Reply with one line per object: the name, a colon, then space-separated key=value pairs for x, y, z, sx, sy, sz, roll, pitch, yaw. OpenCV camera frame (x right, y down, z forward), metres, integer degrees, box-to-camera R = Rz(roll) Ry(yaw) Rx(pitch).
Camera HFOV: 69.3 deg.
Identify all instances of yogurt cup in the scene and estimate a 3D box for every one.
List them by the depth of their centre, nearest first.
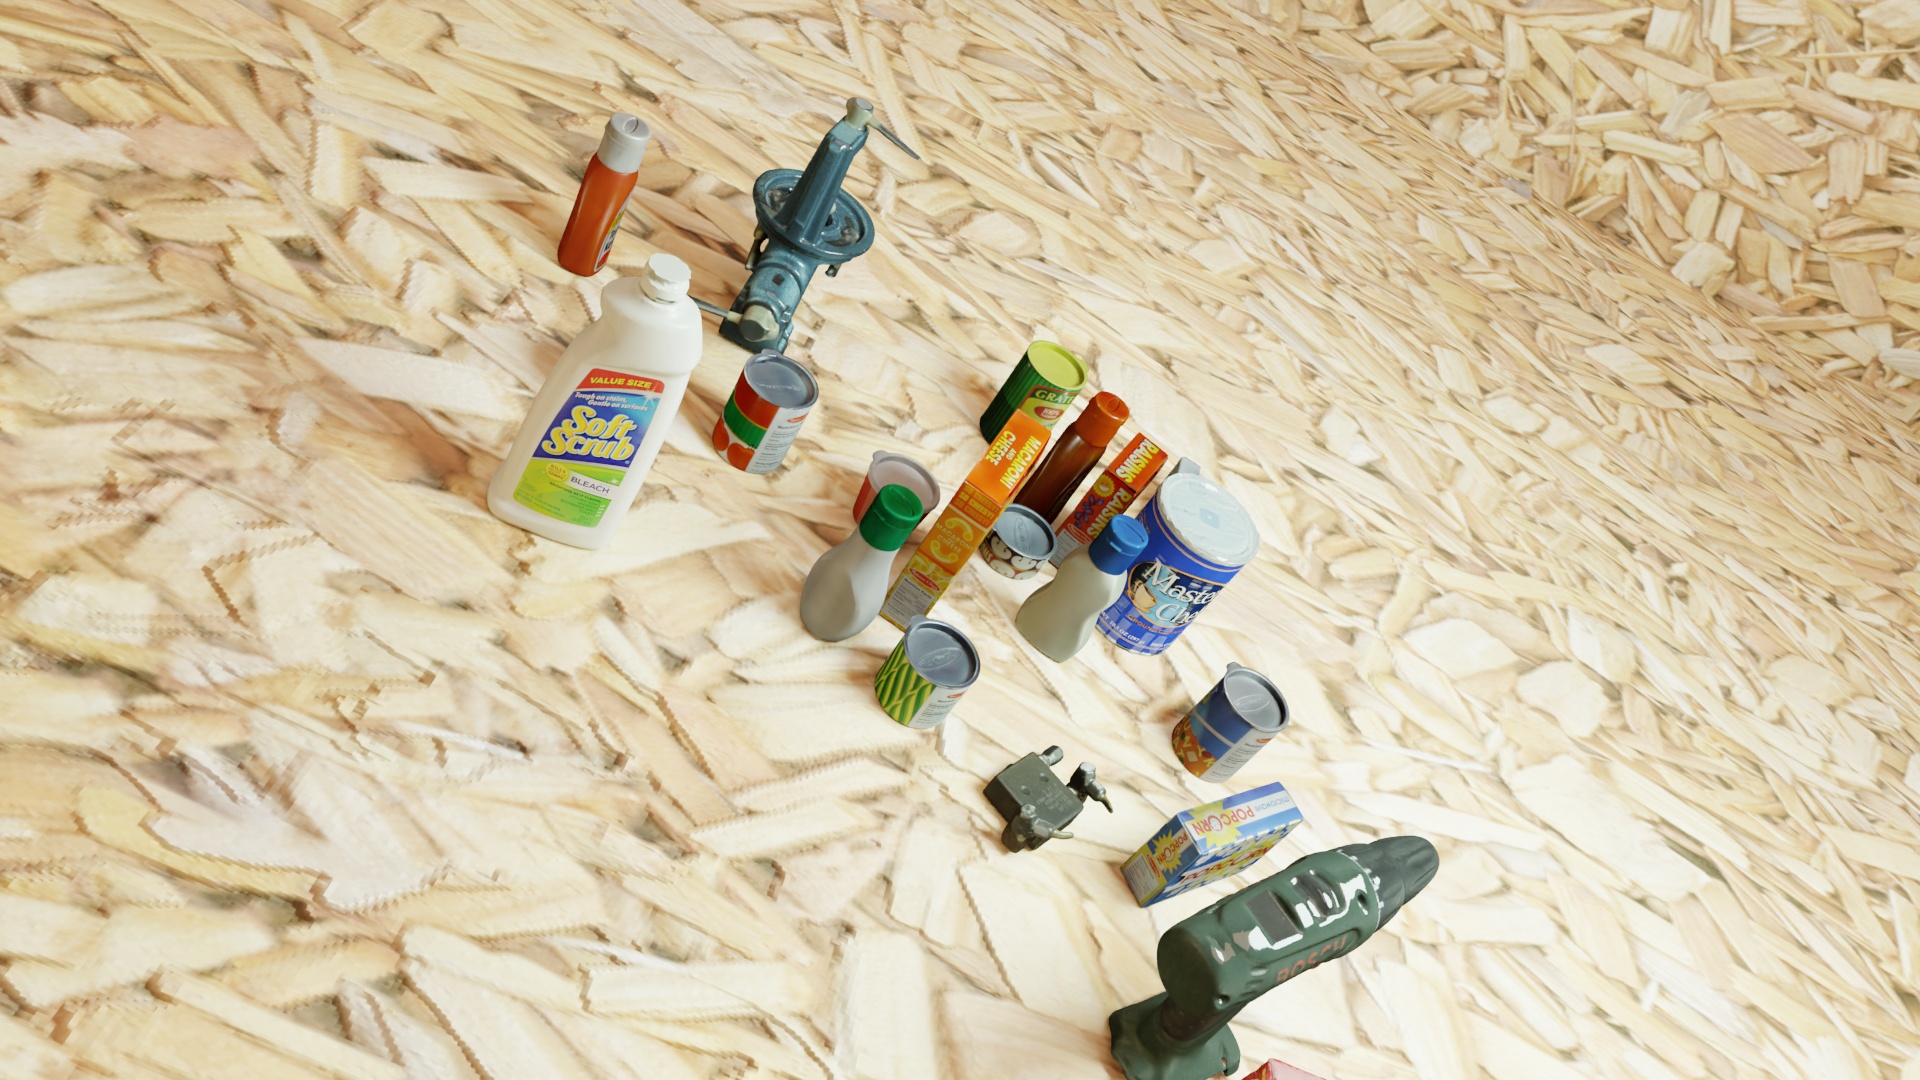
yogurt cup: x=-0.058 y=-0.034 z=1.204 sx=0.072 sy=0.053 sz=0.073 roll=20 pitch=42 yaw=-18

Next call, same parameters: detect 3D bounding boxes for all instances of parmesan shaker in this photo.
parmesan shaker: x=0.073 y=-0.136 z=1.361 sx=0.071 sy=0.102 sz=0.072 roll=20 pitch=42 yaw=-18

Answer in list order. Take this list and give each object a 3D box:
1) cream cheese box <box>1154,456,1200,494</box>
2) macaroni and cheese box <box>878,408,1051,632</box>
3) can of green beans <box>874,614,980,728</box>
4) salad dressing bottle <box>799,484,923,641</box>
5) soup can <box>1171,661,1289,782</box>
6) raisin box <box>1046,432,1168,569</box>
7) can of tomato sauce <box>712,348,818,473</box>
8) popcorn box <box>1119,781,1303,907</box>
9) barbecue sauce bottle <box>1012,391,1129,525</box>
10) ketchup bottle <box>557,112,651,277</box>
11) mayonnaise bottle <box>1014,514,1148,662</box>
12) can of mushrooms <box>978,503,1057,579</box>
cream cheese box: x=0.213 y=-0.035 z=1.397 sx=0.024 sy=0.053 sz=0.104 roll=30 pitch=39 yaw=-7
macaroni and cheese box: x=0.004 y=-0.014 z=1.140 sx=0.040 sy=0.165 sz=0.124 roll=35 pitch=39 yaw=0
can of green beans: x=-0.026 y=0.104 z=1.084 sx=0.071 sy=0.057 sz=0.071 roll=20 pitch=42 yaw=-18
salad dressing bottle: x=-0.076 y=0.018 z=1.066 sx=0.044 sy=0.147 sz=0.064 roll=-18 pitch=62 yaw=-45
soup can: x=0.229 y=0.157 z=1.191 sx=0.071 sy=0.083 sz=0.072 roll=20 pitch=42 yaw=-18
raisin box: x=0.133 y=-0.033 z=1.283 sx=0.040 sy=0.122 sz=0.086 roll=40 pitch=39 yaw=5
can of tomato sauce: x=-0.168 y=-0.109 z=1.179 sx=0.071 sy=0.082 sz=0.071 roll=20 pitch=42 yaw=-18
popcorn box: x=0.198 y=0.237 z=1.087 sx=0.127 sy=0.084 sz=0.038 roll=-6 pitch=54 yaw=-39
barbecue sauce bottle: x=0.103 y=-0.075 z=1.284 sx=0.044 sy=0.147 sz=0.065 roll=39 pitch=39 yaw=4
ketchup bottle: x=-0.313 y=-0.306 z=1.223 sx=0.043 sy=0.148 sz=0.065 roll=23 pitch=40 yaw=-14
mayonnaise bottle: x=0.105 y=0.038 z=1.173 sx=0.065 sy=0.147 sz=0.041 roll=41 pitch=39 yaw=7
can of mushrooms: x=0.049 y=0.000 z=1.261 sx=0.071 sy=0.033 sz=0.071 roll=20 pitch=42 yaw=-18
